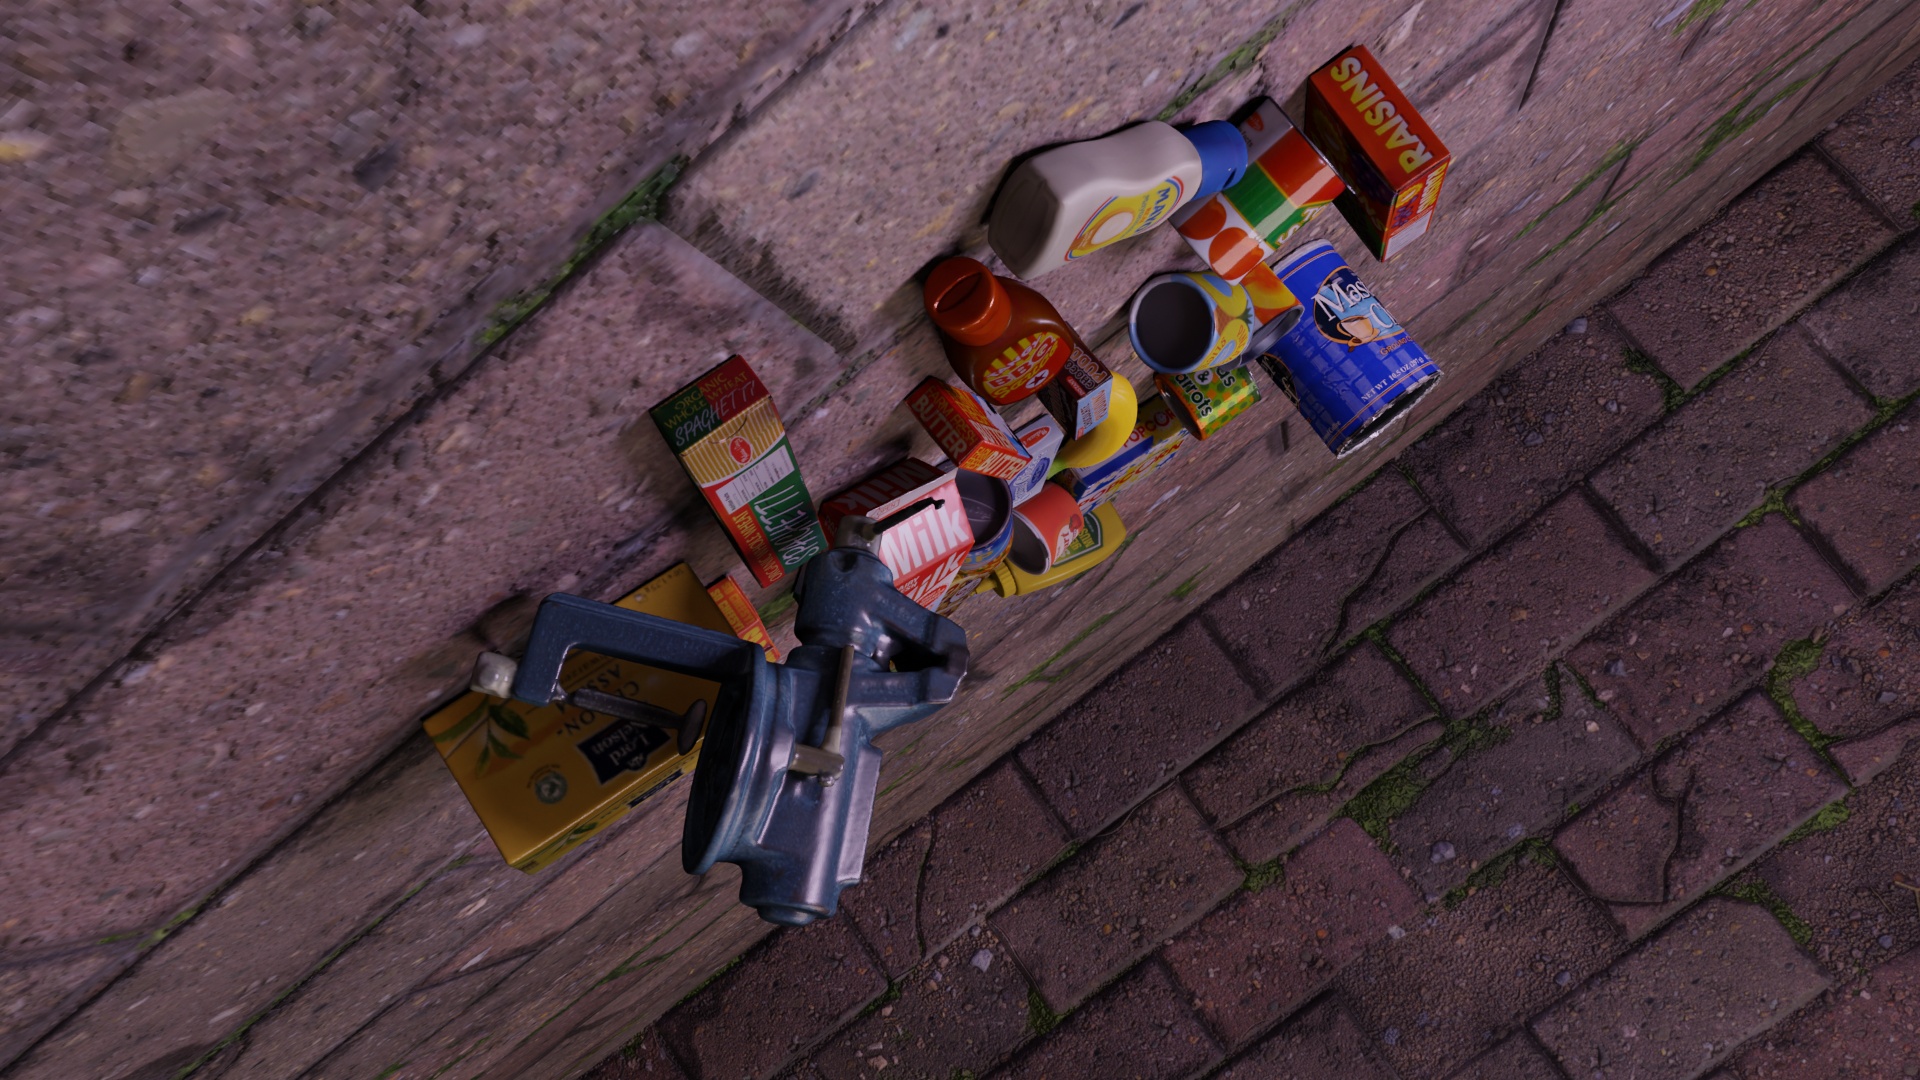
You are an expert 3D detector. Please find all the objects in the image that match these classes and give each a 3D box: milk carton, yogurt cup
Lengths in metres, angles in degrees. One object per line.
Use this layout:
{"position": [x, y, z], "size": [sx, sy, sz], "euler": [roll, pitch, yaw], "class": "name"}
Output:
{"position": [-0.051, 0.011, 0.915], "size": [0.072, 0.073, 0.189], "euler": [-29, 165, -27], "class": "milk carton"}
{"position": [0.065, -0.013, 1.151], "size": [0.054, 0.072, 0.072], "euler": [-39, 169, -26], "class": "yogurt cup"}

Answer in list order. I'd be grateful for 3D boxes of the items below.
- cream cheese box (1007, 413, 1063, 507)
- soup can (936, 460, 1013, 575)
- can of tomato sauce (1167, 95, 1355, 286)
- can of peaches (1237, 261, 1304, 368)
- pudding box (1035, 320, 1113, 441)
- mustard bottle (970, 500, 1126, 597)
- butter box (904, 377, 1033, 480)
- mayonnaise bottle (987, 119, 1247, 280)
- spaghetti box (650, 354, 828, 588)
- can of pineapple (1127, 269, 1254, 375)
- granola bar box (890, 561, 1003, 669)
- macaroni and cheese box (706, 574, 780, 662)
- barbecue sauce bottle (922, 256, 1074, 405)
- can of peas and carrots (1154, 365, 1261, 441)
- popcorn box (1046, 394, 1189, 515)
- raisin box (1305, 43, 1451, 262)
{"position": [0.041, -0.053, 1.037], "size": [0.053, 0.024, 0.103], "euler": [-31, 166, -17], "class": "cream cheese box"}
{"position": [0.004, -0.012, 0.981], "size": [0.071, 0.071, 0.083], "euler": [-35, 167, -6], "class": "soup can"}
{"position": [0.164, -0.192, 0.774], "size": [0.083, 0.071, 0.071], "euler": [-41, 166, 20], "class": "can of tomato sauce"}
{"position": [0.201, -0.165, 0.986], "size": [0.071, 0.058, 0.071], "euler": [-35, 166, -10], "class": "can of peaches"}
{"position": [0.070, -0.101, 0.889], "size": [0.030, 0.050, 0.083], "euler": [-37, 167, -6], "class": "pudding box"}
{"position": [0.072, 0.014, 1.263], "size": [0.161, 0.065, 0.048], "euler": [-29, 169, -15], "class": "mustard bottle"}
{"position": [0.007, -0.066, 0.841], "size": [0.024, 0.053, 0.103], "euler": [-42, 166, 13], "class": "butter box"}
{"position": [0.083, -0.175, 0.686], "size": [0.149, 0.041, 0.064], "euler": [-27, 162, -34], "class": "mayonnaise bottle"}
{"position": [-0.109, -0.026, 0.734], "size": [0.050, 0.029, 0.249], "euler": [-35, 167, -9], "class": "spaghetti box"}
{"position": [0.153, -0.143, 0.915], "size": [0.058, 0.071, 0.070], "euler": [-19, 158, -51], "class": "can of pineapple"}
{"position": [-0.056, 0.064, 1.157], "size": [0.125, 0.039, 0.164], "euler": [-21, 160, -51], "class": "granola bar box"}
{"position": [-0.200, 0.098, 0.902], "size": [0.167, 0.040, 0.123], "euler": [-34, 167, -10], "class": "macaroni and cheese box"}
{"position": [0.017, -0.112, 0.733], "size": [0.065, 0.044, 0.148], "euler": [-38, 166, 8], "class": "barbecue sauce bottle"}
{"position": [0.196, -0.122, 1.104], "size": [0.059, 0.071, 0.071], "euler": [-36, 167, 1], "class": "can of peas and carrots"}
{"position": [0.134, -0.070, 1.182], "size": [0.127, 0.038, 0.085], "euler": [-31, 165, -21], "class": "popcorn box"}
{"position": [0.243, -0.226, 0.823], "size": [0.040, 0.086, 0.123], "euler": [-33, 167, 6], "class": "raisin box"}
